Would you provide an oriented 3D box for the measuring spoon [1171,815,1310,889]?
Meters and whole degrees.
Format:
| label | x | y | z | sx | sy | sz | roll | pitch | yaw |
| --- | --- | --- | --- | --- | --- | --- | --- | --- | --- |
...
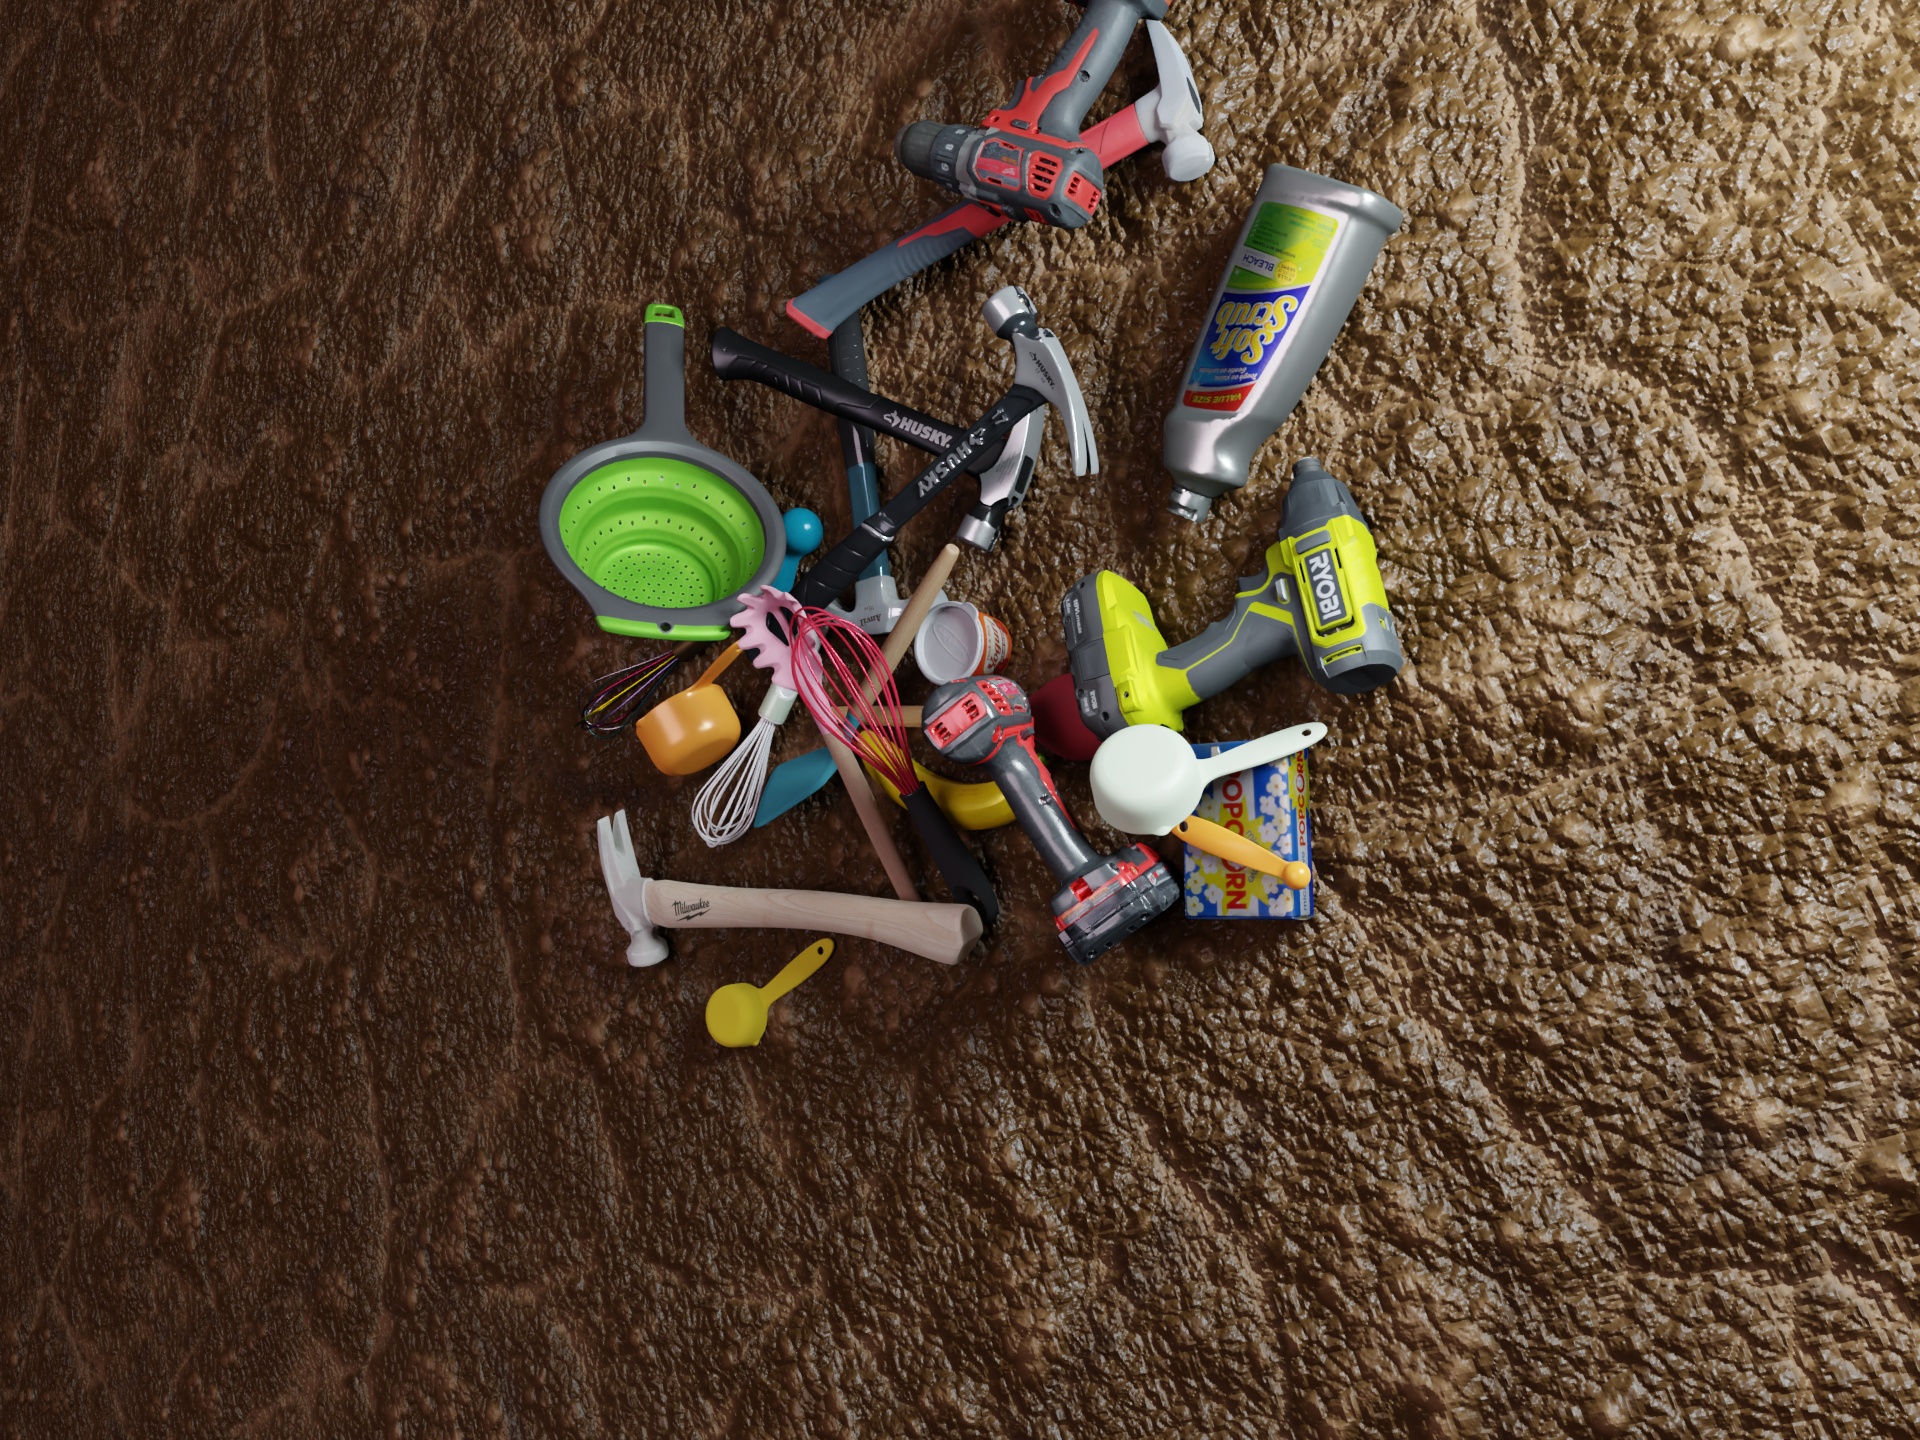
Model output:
| label | x | y | z | sx | sy | sz | roll | pitch | yaw |
| --- | --- | --- | --- | --- | --- | --- | --- | --- | --- |
| measuring spoon | 0.191 | 0.090 | 1.110 | 0.117 | 0.011 | 0.021 | 23 | 100 | 35 |

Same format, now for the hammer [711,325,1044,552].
| label | x | y | z | sx | sy | sz | roll | pitch | yaw |
| --- | --- | --- | --- | --- | --- | --- | --- | --- | --- |
| hammer | -0.079 | -0.268 | 1.336 | 0.335 | 0.035 | 0.146 | 27 | 95 | 26 |

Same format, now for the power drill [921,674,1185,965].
| label | x | y | z | sx | sy | sz | roll | pitch | yaw |
| --- | --- | --- | --- | --- | --- | --- | --- | --- | --- |
| power drill | 0.064 | 0.061 | 1.163 | 0.078 | 0.143 | 0.220 | -38 | 82 | 15 |

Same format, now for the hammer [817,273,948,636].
| label | x | y | z | sx | sy | sz | roll | pitch | yaw |
| --- | --- | --- | --- | --- | --- | --- | --- | --- | --- |
| hammer | -0.087 | -0.232 | 1.377 | 0.128 | 0.033 | 0.331 | -14 | 78 | 34 |

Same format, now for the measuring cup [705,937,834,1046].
| label | x | y | z | sx | sy | sz | roll | pitch | yaw |
| --- | --- | --- | --- | --- | --- | --- | --- | --- | --- |
| measuring cup | -0.170 | 0.236 | 1.404 | 0.156 | 0.029 | 0.062 | -41 | 64 | 27 |

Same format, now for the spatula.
| label | x | y | z | sx | sy | sz | roll | pitch | yaw |
| --- | --- | --- | --- | --- | --- | --- | --- | --- | --- |
| spatula | -0.085 | -0.028 | 1.311 | 0.317 | 0.044 | 0.082 | -57 | 13 | 35 |

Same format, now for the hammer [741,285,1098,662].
| label | x | y | z | sx | sy | sz | roll | pitch | yaw |
| --- | --- | --- | --- | --- | --- | --- | --- | --- | --- |
| hammer | -0.051 | -0.159 | 1.278 | 0.409 | 0.036 | 0.149 | -38 | 78 | 37 |

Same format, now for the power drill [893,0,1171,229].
| label | x | y | z | sx | sy | sz | roll | pitch | yaw |
| --- | --- | --- | --- | --- | --- | --- | --- | --- | --- |
| power drill | 0.054 | -0.500 | 1.217 | 0.188 | 0.080 | 0.226 | 28 | 100 | 33 |

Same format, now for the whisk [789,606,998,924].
| label | x | y | z | sx | sy | sz | roll | pitch | yaw |
| --- | --- | --- | --- | --- | --- | --- | --- | --- | --- |
| whisk | -0.048 | 0.038 | 1.244 | 0.073 | 0.073 | 0.295 | -21 | 106 | 33 |

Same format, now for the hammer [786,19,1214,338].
| label | x | y | z | sx | sy | sz | roll | pitch | yaw |
| --- | --- | --- | --- | --- | --- | --- | --- | --- | --- |
| hammer | 0.014 | -0.426 | 1.294 | 0.386 | 0.038 | 0.143 | -21 | 73 | 28 |

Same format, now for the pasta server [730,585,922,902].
| label | x | y | z | sx | sy | sz | roll | pitch | yaw |
| --- | --- | --- | --- | --- | --- | --- | --- | --- | --- |
| pasta server | -0.095 | 0.035 | 1.287 | 0.060 | 0.040 | 0.316 | -22 | 98 | 17 |

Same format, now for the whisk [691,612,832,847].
| label | x | y | z | sx | sy | sz | roll | pitch | yaw |
| --- | --- | --- | --- | --- | --- | --- | --- | --- | --- |
| whisk | -0.172 | 0.005 | 1.416 | 0.246 | 0.057 | 0.059 | -63 | 26 | 10 |

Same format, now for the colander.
| label | x | y | z | sx | sy | sz | roll | pitch | yaw |
| --- | --- | --- | --- | --- | --- | --- | --- | --- | --- |
| colander | -0.265 | -0.205 | 1.402 | 0.094 | 0.204 | 0.398 | 115 | 154 | -51 |

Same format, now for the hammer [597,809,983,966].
| label | x | y | z | sx | sy | sz | roll | pitch | yaw |
| --- | --- | --- | --- | --- | --- | --- | --- | --- | --- |
| hammer | -0.157 | 0.153 | 1.362 | 0.411 | 0.038 | 0.146 | -1 | 107 | 37 |

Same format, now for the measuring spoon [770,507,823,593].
| label | x | y | z | sx | sy | sz | roll | pitch | yaw |
| --- | --- | --- | --- | --- | --- | --- | --- | --- | --- |
| measuring spoon | -0.159 | -0.128 | 1.422 | 0.042 | 0.021 | 0.128 | 22 | 105 | 5 |

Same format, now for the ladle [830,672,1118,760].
| label | x | y | z | sx | sy | sz | roll | pitch | yaw |
| --- | --- | --- | --- | --- | --- | --- | --- | --- | --- |
| ladle | -0.002 | -0.004 | 1.302 | 0.315 | 0.031 | 0.069 | 1 | 92 | 38 |

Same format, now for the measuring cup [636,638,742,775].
| label | x | y | z | sx | sy | sz | roll | pitch | yaw |
| --- | --- | --- | --- | --- | --- | --- | --- | --- | --- |
| measuring cup | -0.220 | -0.009 | 1.410 | 0.173 | 0.095 | 0.052 | -42 | 72 | 43 |

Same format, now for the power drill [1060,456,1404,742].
| label | x | y | z | sx | sy | sz | roll | pitch | yaw |
| --- | --- | --- | --- | --- | --- | --- | --- | --- | --- |
| power drill | 0.189 | -0.078 | 1.134 | 0.223 | 0.080 | 0.171 | -22 | 63 | 29 |

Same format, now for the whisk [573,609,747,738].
| label | x | y | z | sx | sy | sz | roll | pitch | yaw |
| --- | --- | --- | --- | --- | --- | --- | --- | --- | --- |
| whisk | -0.281 | -0.051 | 1.501 | 0.245 | 0.047 | 0.051 | -32 | 67 | 27 |

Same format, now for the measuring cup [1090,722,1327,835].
| label | x | y | z | sx | sy | sz | roll | pitch | yaw |
| --- | --- | --- | --- | --- | --- | --- | --- | --- | --- |
| measuring cup | 0.169 | 0.023 | 1.090 | 0.167 | 0.038 | 0.083 | -19 | 48 | 6 |
